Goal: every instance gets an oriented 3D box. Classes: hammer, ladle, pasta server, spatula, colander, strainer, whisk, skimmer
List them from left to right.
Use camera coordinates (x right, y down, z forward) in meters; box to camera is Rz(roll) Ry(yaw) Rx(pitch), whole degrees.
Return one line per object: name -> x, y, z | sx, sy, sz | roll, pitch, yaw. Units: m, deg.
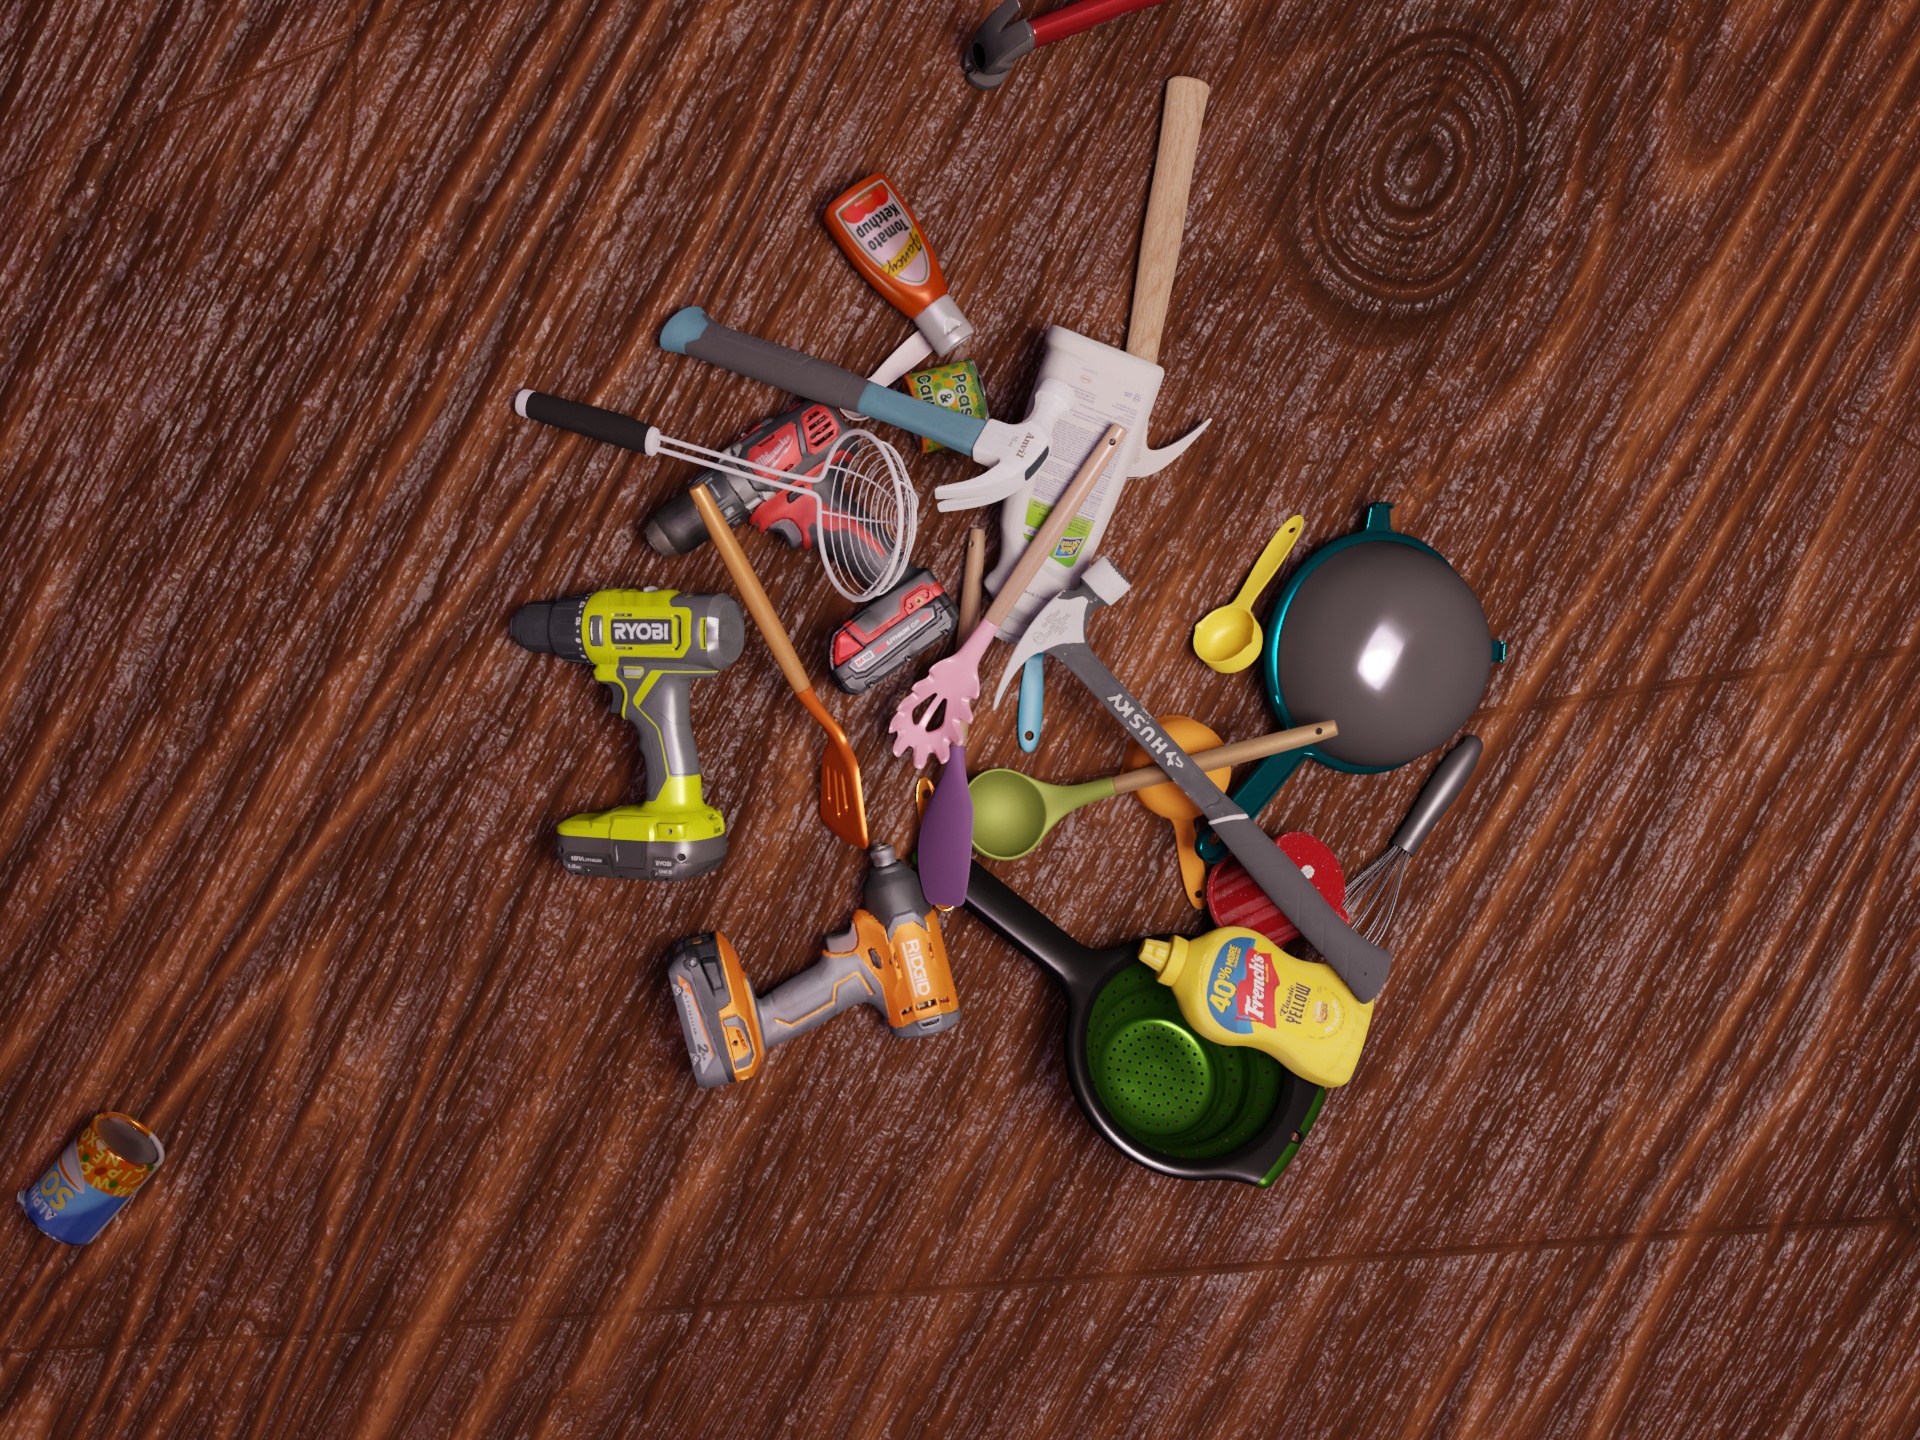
skimmer -> -0.196, -0.192, 1.214 | 0.363, 0.090, 0.127 | 18, 115, 13
spatula -> -0.142, -0.040, 1.256 | 0.041, 0.081, 0.322 | -36, 119, -20
hammer -> -0.085, -0.258, 1.247 | 0.331, 0.033, 0.128 | 22, 71, 15
spatula -> -0.002, -0.004, 1.324 | 0.018, 0.060, 0.316 | 12, 82, -48
pasta server -> 0.040, -0.099, 1.270 | 0.060, 0.040, 0.316 | 31, 105, -12
colander -> 0.114, 0.241, 1.352 | 0.397, 0.094, 0.204 | 38, 63, 7
ladle -> 0.150, 0.047, 1.306 | 0.320, 0.062, 0.078 | -16, 84, 16
hammer -> 0.164, -0.366, 1.328 | 0.130, 0.031, 0.331 | 10, 94, -7
hammer -> 0.192, -0.599, 1.265 | 0.386, 0.143, 0.038 | -24, 101, -8
hammer -> 0.196, 0.067, 1.270 | 0.149, 0.036, 0.409 | -42, 91, 11
strainer -> 0.325, -0.006, 1.320 | 0.340, 0.095, 0.210 | -48, 110, -9
whisk -> 0.388, 0.111, 1.393 | 0.055, 0.055, 0.239 | 36, 86, -9

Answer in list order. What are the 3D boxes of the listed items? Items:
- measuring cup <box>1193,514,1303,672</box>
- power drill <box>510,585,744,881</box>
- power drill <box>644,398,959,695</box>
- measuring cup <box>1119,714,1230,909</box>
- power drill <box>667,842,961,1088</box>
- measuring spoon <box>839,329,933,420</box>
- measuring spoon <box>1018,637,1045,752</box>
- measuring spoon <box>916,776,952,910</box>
measuring cup -> 0.256, -0.107, 1.363 | 0.156, 0.062, 0.029 | -56, 135, -12
power drill -> -0.270, 0.007, 1.277 | 0.190, 0.080, 0.228 | 2, 96, 16
power drill -> -0.127, -0.129, 1.296 | 0.188, 0.080, 0.226 | -35, 95, -3
measuring cup -> 0.195, 0.082, 1.363 | 0.095, 0.052, 0.173 | -12, 95, -6
power drill -> -0.125, 0.203, 1.326 | 0.226, 0.084, 0.164 | -14, 96, -9
measuring spoon -> -0.053, -0.294, 1.321 | 0.124, 0.018, 0.034 | -43, 94, -8
measuring spoon -> 0.063, -0.036, 1.352 | 0.042, 0.021, 0.128 | 3, 93, -7
measuring spoon -> -0.022, 0.106, 1.364 | 0.021, 0.011, 0.117 | -11, 93, -13
